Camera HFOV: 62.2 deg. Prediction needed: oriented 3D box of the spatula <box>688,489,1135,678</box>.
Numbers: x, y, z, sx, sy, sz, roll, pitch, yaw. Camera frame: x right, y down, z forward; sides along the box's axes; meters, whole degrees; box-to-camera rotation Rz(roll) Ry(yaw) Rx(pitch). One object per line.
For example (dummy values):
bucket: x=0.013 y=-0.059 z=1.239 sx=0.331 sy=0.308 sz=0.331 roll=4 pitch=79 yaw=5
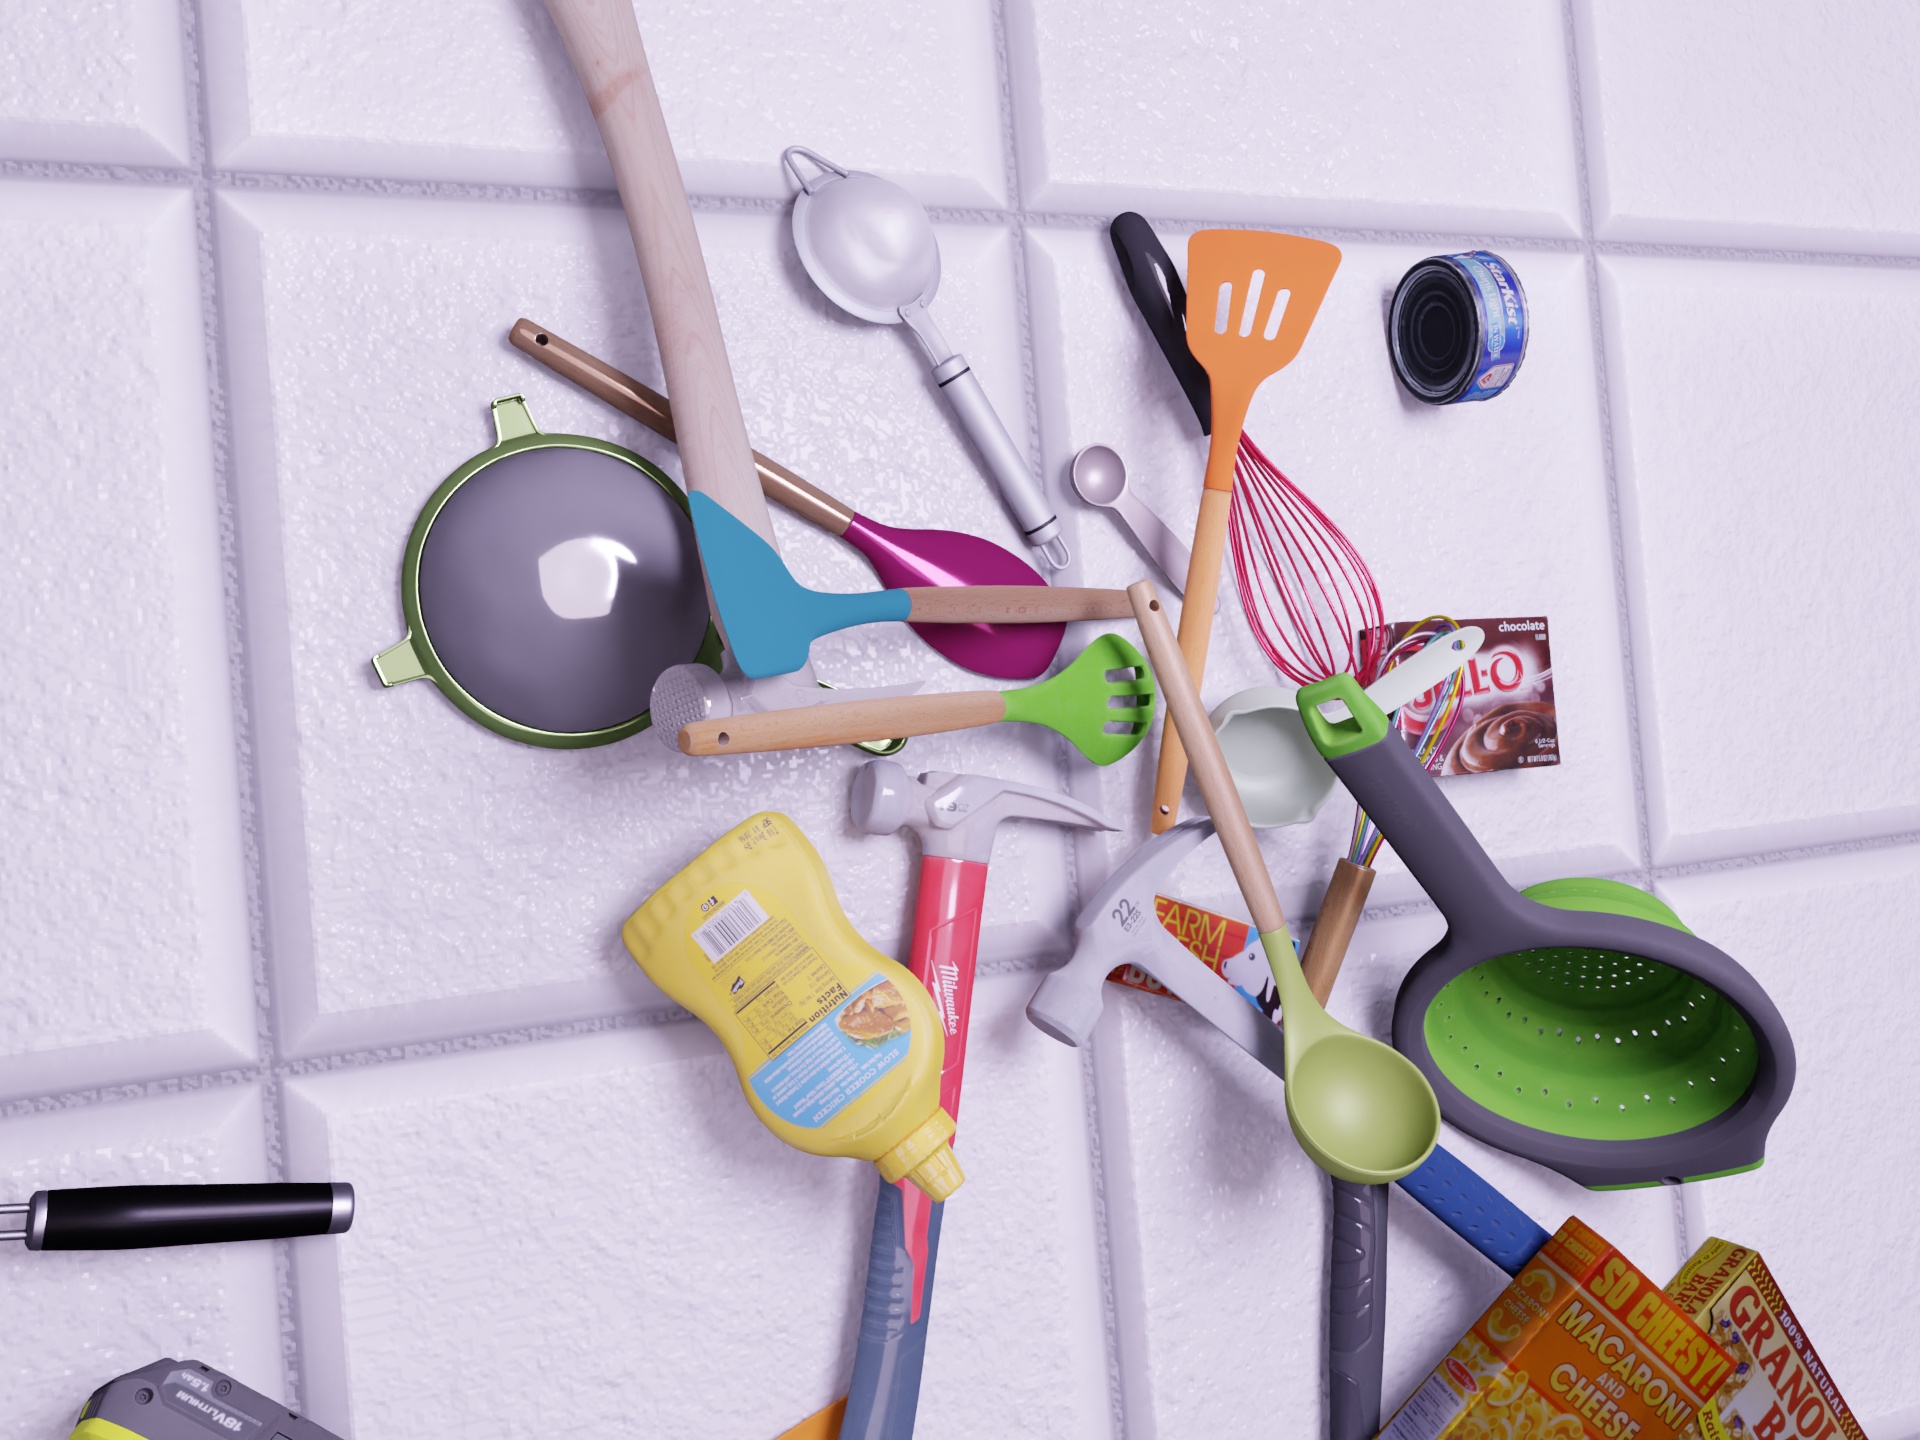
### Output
spatula: x=-0.002 y=-0.058 z=0.754 sx=0.317 sy=0.044 sz=0.082 roll=-5 pitch=71 yaw=-45

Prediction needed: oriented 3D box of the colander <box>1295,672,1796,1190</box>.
colander: x=0.302 y=0.099 z=0.862 sx=0.396 sy=0.204 sz=0.095 roll=49 pitch=41 yaw=-22

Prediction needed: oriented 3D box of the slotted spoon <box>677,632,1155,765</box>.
slotted spoon: x=-0.001 y=-0.002 z=0.752 sx=0.313 sy=0.031 sz=0.070 roll=-6 pitch=98 yaw=-45

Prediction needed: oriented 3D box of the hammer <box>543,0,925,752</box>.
hammer: x=-0.123 y=-0.189 z=0.748 sx=0.146 sy=0.038 sz=0.411 roll=-7 pitch=79 yaw=-50

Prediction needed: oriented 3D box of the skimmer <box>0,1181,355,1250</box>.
skimmer: x=-0.439 y=0.196 z=0.634 sx=0.363 sy=0.090 sz=0.127 roll=8 pitch=81 yaw=-31

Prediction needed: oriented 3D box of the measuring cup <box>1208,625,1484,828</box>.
measuring cup: x=0.202 y=-0.007 z=0.854 sx=0.167 sy=0.038 sz=0.083 roll=-34 pitch=111 yaw=15

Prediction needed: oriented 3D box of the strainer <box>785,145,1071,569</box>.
strainer: x=-0.007 y=-0.190 z=0.823 sx=0.087 sy=0.050 sz=0.258 roll=-40 pitch=106 yaw=-33

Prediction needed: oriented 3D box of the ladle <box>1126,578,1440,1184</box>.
ladle: x=0.153 y=0.078 z=0.788 sx=0.078 sy=0.062 sz=0.320 roll=-23 pitch=93 yaw=-29

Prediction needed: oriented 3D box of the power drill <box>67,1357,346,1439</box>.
power drill: x=-0.328 y=0.367 z=0.593 sx=0.171 sy=0.080 sz=0.223 roll=38 pitch=47 yaw=-15

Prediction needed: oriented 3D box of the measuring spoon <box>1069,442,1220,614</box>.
measuring spoon: x=0.101 y=-0.102 z=0.876 sx=0.124 sy=0.018 sz=0.034 roll=46 pitch=71 yaw=-21

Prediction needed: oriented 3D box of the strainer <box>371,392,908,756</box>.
strainer: x=-0.131 y=-0.041 z=0.747 sx=0.256 sy=0.069 sz=0.151 roll=25 pitch=78 yaw=-17

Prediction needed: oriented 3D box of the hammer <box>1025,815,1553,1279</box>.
hammer: x=0.221 y=0.211 z=0.856 sx=0.405 sy=0.035 sz=0.144 roll=40 pitch=72 yaw=-16

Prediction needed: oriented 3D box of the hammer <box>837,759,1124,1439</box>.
hammer: x=-0.008 y=0.221 z=0.795 sx=0.143 sy=0.038 sz=0.386 roll=11 pitch=82 yaw=-22

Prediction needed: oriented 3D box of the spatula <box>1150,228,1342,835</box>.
spatula: x=0.134 y=-0.097 z=0.842 sx=0.081 sy=0.041 sz=0.322 roll=10 pitch=99 yaw=14

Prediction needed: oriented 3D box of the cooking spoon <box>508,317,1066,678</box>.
cooking spoon: x=-0.079 y=-0.111 z=0.799 sx=0.318 sy=0.017 sz=0.069 roll=29 pitch=76 yaw=-18

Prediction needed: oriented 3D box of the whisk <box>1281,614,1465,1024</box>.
whisk: x=0.226 y=0.058 z=0.882 sx=0.051 sy=0.047 sz=0.245 roll=9 pitch=101 yaw=-59

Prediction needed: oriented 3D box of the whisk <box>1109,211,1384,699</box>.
whisk: x=0.154 y=-0.145 z=0.874 sx=0.073 sy=0.073 sz=0.296 roll=-27 pitch=92 yaw=-21

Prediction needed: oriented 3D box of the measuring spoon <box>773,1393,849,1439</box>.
measuring spoon: x=-0.081 y=0.354 z=0.780 sx=0.117 sy=0.011 sz=0.021 roll=-20 pitch=95 yaw=-25

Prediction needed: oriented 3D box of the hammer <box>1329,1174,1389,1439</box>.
hammer: x=0.225 y=0.382 z=0.886 sx=0.146 sy=0.035 sz=0.335 roll=4 pitch=85 yaw=-21
